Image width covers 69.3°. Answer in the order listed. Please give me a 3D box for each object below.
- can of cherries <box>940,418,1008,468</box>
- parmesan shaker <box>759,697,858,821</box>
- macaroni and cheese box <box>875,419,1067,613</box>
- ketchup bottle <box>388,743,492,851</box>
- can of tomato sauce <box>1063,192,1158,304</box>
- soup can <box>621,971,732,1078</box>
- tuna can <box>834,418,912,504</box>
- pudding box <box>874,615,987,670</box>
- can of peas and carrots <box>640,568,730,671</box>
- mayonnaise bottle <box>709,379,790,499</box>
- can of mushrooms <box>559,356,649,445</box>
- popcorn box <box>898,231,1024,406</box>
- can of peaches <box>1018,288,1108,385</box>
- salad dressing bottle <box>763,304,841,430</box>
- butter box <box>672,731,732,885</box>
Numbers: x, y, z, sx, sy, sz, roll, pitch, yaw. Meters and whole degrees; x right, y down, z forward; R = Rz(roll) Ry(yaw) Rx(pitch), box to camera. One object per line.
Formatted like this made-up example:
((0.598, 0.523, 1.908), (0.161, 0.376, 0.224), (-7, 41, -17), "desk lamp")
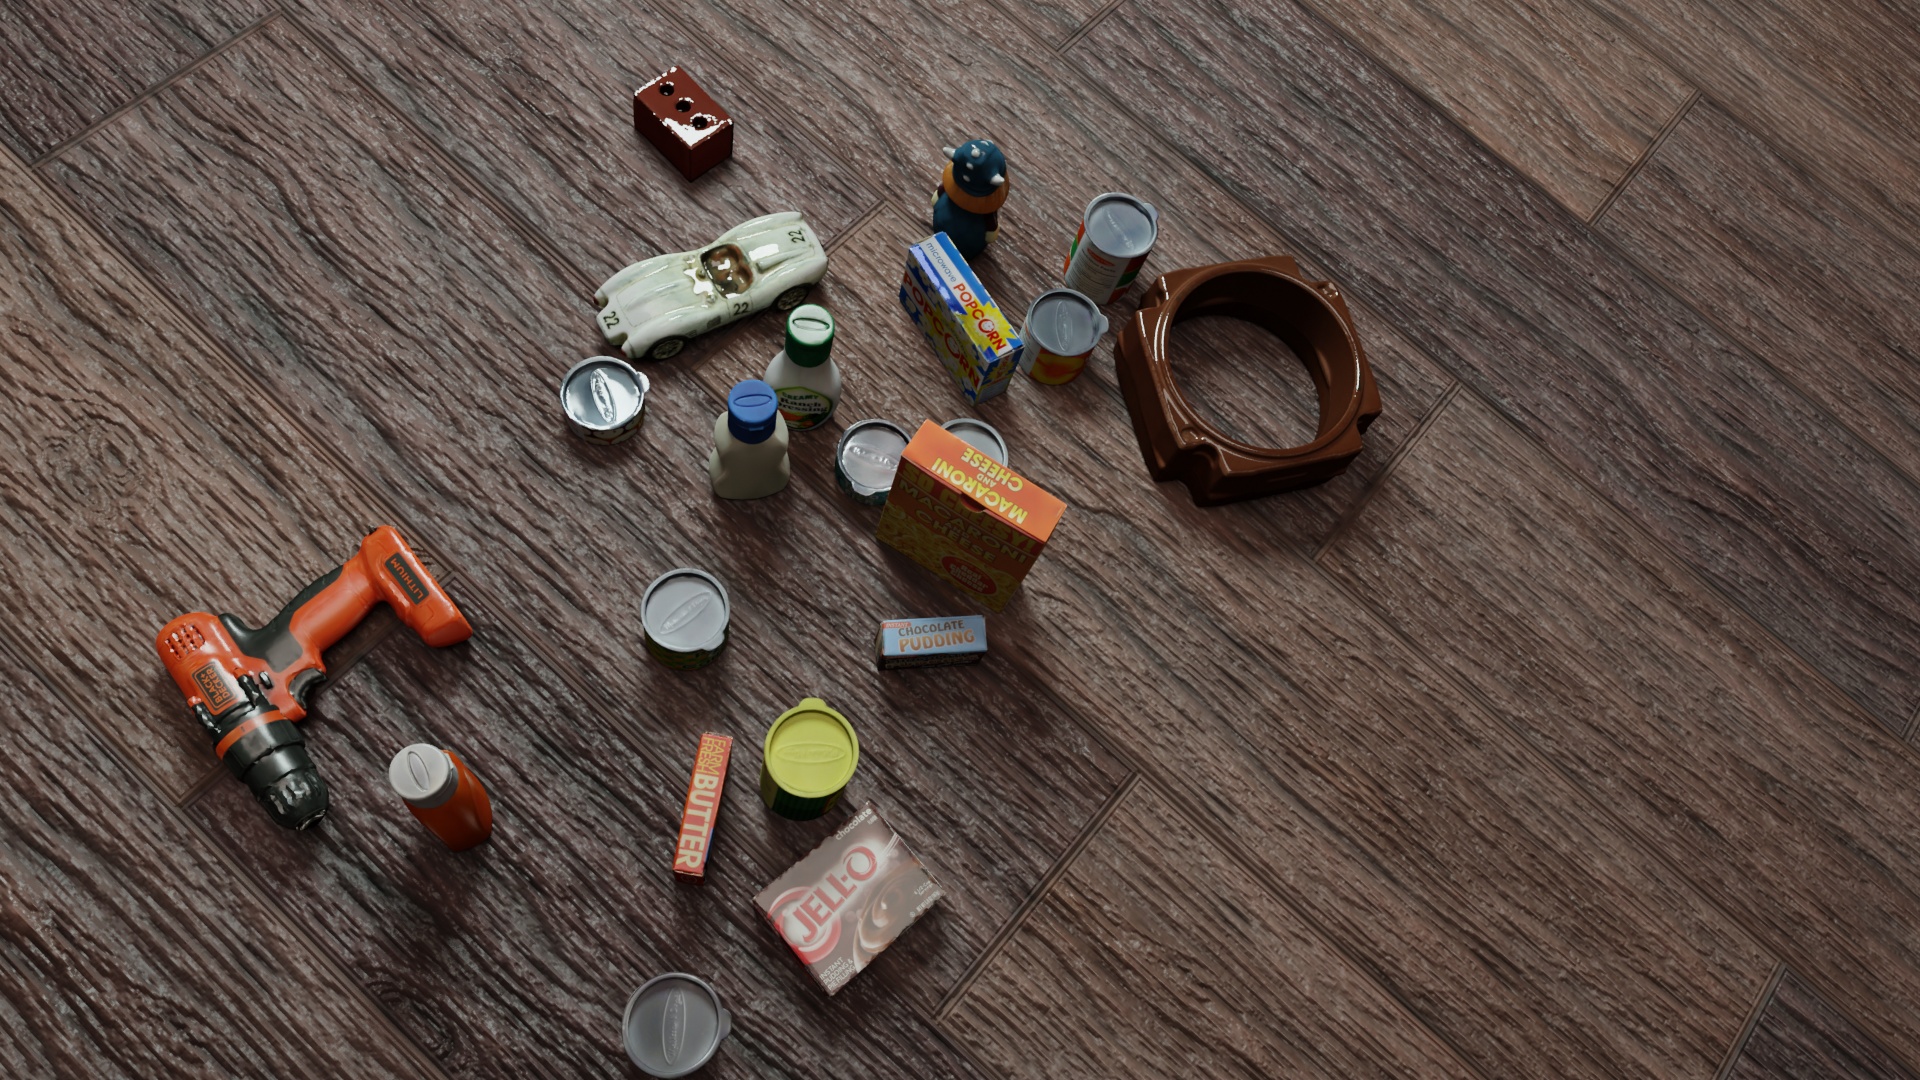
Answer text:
((0.001, -0.057, 1.148), (0.071, 0.058, 0.072), (3, 69, -9), "can of cherries")
((-0.112, 0.162, 1.018), (0.071, 0.102, 0.071), (3, 69, -9), "parmesan shaker")
((0.004, -0.013, 1.073), (0.124, 0.165, 0.040), (32, 67, 3), "macaroni and cheese box")
((-0.354, 0.171, 0.947), (0.044, 0.148, 0.065), (-25, 76, -18), "ketchup bottle")
((0.134, -0.260, 1.237), (0.071, 0.082, 0.071), (3, 69, -9), "can of tomato sauce")
((-0.192, 0.332, 0.948), (0.071, 0.083, 0.071), (3, 69, -9), "soup can")
((-0.072, -0.063, 1.151), (0.071, 0.032, 0.071), (3, 69, -9), "tuna can")
((-0.023, 0.081, 1.095), (0.084, 0.049, 0.030), (-2, 70, -11), "pudding box")
((-0.208, 0.063, 1.064), (0.071, 0.058, 0.071), (3, 69, -9), "can of peas and carrots")
((-0.162, -0.076, 1.078), (0.065, 0.147, 0.041), (-8, 71, -13), "mayonnaise bottle")
((-0.288, -0.114, 1.132), (0.071, 0.033, 0.071), (3, 69, -9), "can of mushrooms")
((-0.002, -0.188, 1.184), (0.038, 0.085, 0.127), (-29, 77, -19), "popcorn box")
((0.087, -0.176, 1.210), (0.071, 0.058, 0.071), (3, 69, -9), "can of peaches")
((-0.124, -0.137, 1.108), (0.064, 0.147, 0.044), (8, 68, -7), "salad dressing bottle")
((-0.189, 0.197, 1.018), (0.024, 0.053, 0.104), (11, 68, -6), "butter box")
